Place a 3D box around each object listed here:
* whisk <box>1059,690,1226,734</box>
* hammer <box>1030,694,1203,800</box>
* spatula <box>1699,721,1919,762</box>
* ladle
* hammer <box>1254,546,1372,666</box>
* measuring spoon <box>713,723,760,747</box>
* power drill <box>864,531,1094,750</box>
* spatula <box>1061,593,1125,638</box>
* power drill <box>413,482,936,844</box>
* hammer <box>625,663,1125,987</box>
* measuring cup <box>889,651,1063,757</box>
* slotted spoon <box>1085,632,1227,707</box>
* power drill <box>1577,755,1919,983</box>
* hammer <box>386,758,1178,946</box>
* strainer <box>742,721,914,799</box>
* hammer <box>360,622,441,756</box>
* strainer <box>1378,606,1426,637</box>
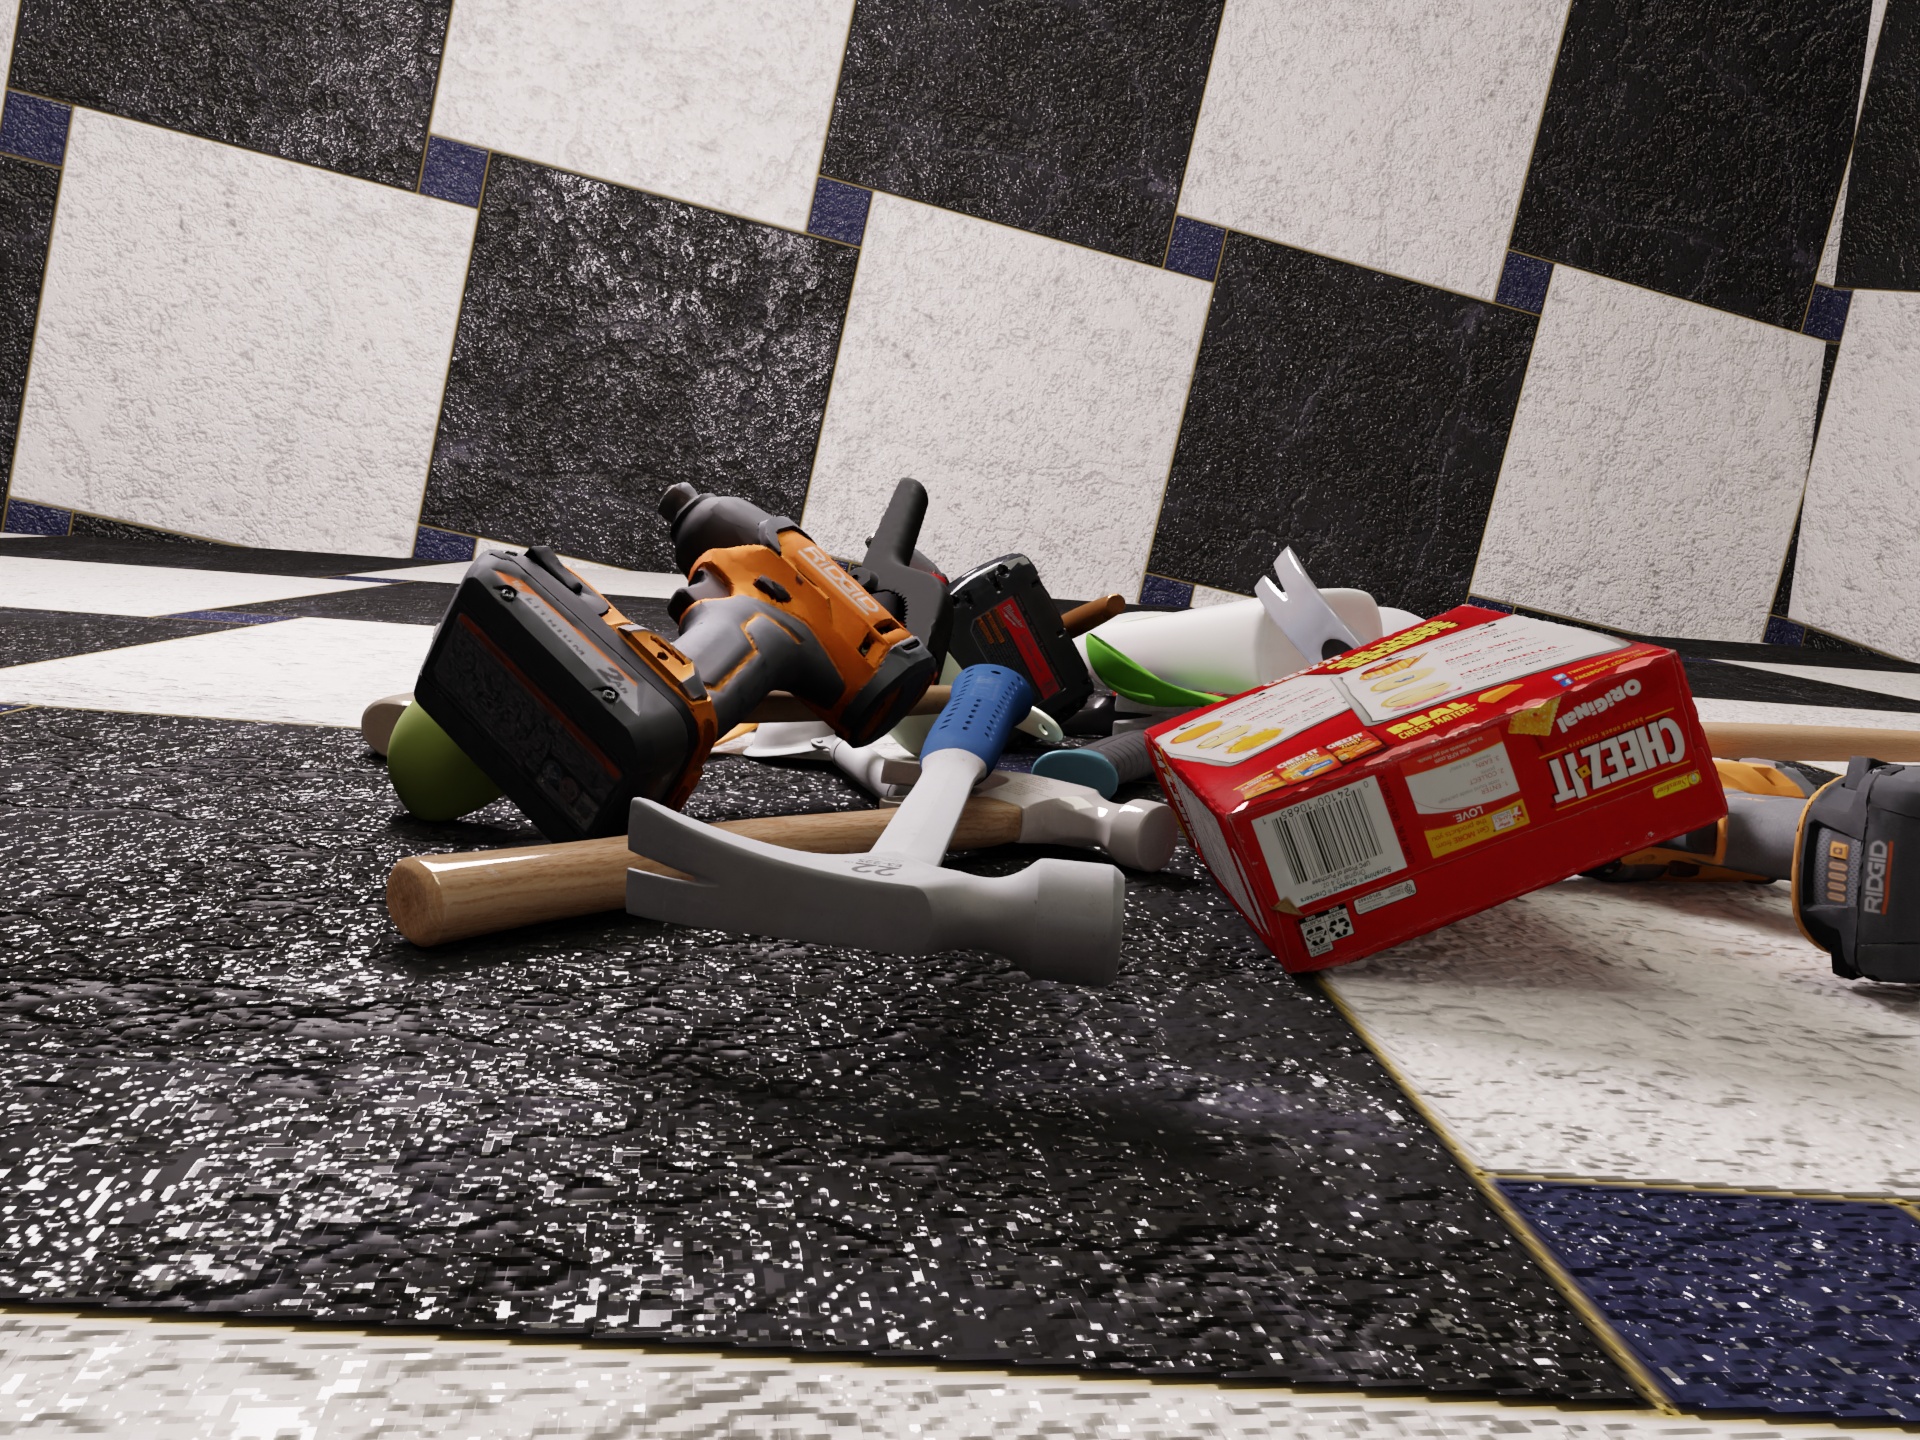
[{"bbox_3d":[0.192,-0.017,1.189,0.295,0.073,0.073,-8,13,-32],"label":"whisk"},{"bbox_3d":[0.122,0.015,0.977,0.128,0.033,0.331,8,9,23],"label":"hammer"},{"bbox_3d":[0.335,0.019,0.795,0.317,0.044,0.082,1,-31,11],"label":"spatula"},{"bbox_3d":[-0.118,0.005,0.782,0.320,0.062,0.078,-3,21,-38],"label":"ladle"},{"bbox_3d":[0.338,-0.016,0.987,0.386,0.038,0.143,10,36,-42],"label":"hammer"},{"bbox_3d":[-0.142,0.005,0.926,0.021,0.011,0.117,6,17,22],"label":"measuring spoon"},{"bbox_3d":[-0.002,-0.063,1.096,0.078,0.143,0.220,-32,18,-11],"label":"power drill"},{"bbox_3d":[0.063,-0.066,1.102,0.081,0.041,0.322,30,-9,-8],"label":"spatula"},{"bbox_3d":[-0.127,-0.039,0.713,0.164,0.084,0.226,43,31,12],"label":"power drill"},{"bbox_3d":[-0.009,0.019,0.623,0.144,0.035,0.405,6,10,4],"label":"hammer"},{"bbox_3d":[-0.001,-0.003,0.913,0.038,0.083,0.168,-33,27,-21],"label":"measuring cup"},{"bbox_3d":[0.203,0.009,0.921,0.314,0.031,0.070,22,0,32],"label":"slotted spoon"},{"bbox_3d":[0.327,0.050,0.663,0.185,0.084,0.226,2,3,-15],"label":"power drill"},{"bbox_3d":[-0.063,0.049,0.625,0.130,0.031,0.331,12,12,43],"label":"hammer"},{"bbox_3d":[-0.063,0.014,0.872,0.087,0.050,0.259,-15,17,-18],"label":"strainer"},{"bbox_3d":[-0.299,-0.022,1.025,0.146,0.038,0.411,4,8,-9],"label":"hammer"},{"bbox_3d":[0.364,-0.060,1.446,0.211,0.095,0.340,6,9,13],"label":"strainer"}]
